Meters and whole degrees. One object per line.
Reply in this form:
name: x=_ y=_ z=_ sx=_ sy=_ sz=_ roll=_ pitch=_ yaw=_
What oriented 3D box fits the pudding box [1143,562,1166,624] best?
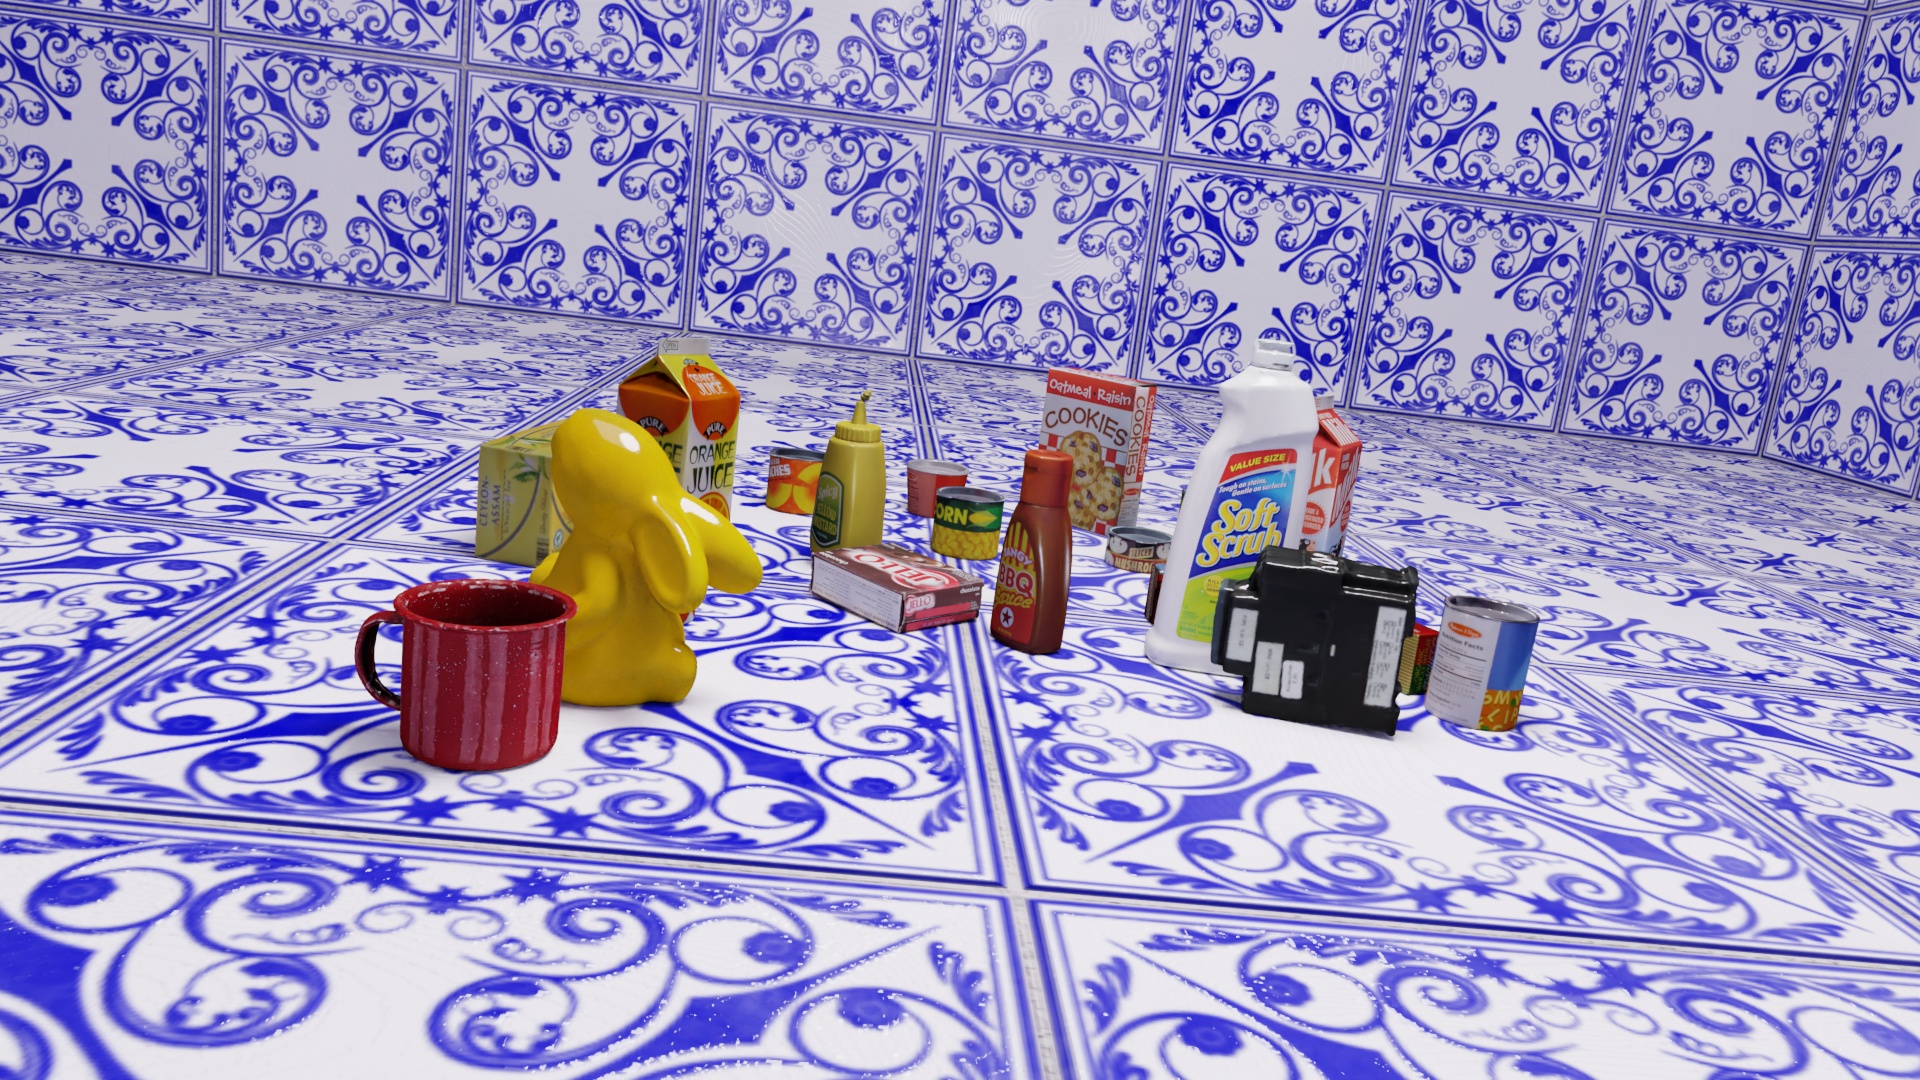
pudding box: x=0.201 y=0.048 z=1.172 sx=0.084 sy=0.049 sz=0.030 roll=5 pitch=12 yaw=-8

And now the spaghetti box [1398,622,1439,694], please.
spaghetti box: x=0.292 y=0.063 z=1.155 sx=0.029 sy=0.050 sz=0.250 roll=0 pitch=15 yaw=-31

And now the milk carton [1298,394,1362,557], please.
milk carton: x=0.331 y=-0.044 z=1.328 sx=0.073 sy=0.190 sz=0.072 roll=14 pitch=14 yaw=29

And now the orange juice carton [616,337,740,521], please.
orange juice carton: x=-0.230 y=-0.068 z=1.121 sx=0.073 sy=0.192 sz=0.072 roll=13 pitch=13 yaw=23

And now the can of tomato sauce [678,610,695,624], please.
can of tomato sauce: x=-0.221 y=0.015 z=1.007 sx=0.071 sy=0.083 sz=0.071 roll=7 pitch=12 yaw=-1

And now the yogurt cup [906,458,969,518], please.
yogurt cup: x=-0.027 y=-0.055 z=1.485 sx=0.072 sy=0.053 sz=0.072 roll=7 pitch=13 yaw=-1

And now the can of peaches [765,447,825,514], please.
can of peaches: x=-0.167 y=-0.061 z=1.427 sx=0.071 sy=0.058 sz=0.071 roll=7 pitch=12 yaw=-1

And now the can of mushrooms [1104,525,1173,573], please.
can of mushrooms: x=0.176 y=0.009 z=1.363 sx=0.071 sy=0.033 sz=0.071 roll=7 pitch=13 yaw=-1

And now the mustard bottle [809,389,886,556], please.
mustard bottle: x=-0.094 y=-0.051 z=1.194 sx=0.049 sy=0.159 sz=0.065 roll=-3 pitch=16 yaw=-39

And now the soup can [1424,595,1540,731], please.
soup can: x=0.382 y=0.089 z=1.015 sx=0.071 sy=0.083 sz=0.071 roll=7 pitch=12 yaw=-1

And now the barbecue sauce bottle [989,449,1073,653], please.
barbecue sauce bottle: x=0.058 y=0.007 z=1.048 sx=0.044 sy=0.148 sz=0.065 roll=-2 pitch=15 yaw=-35

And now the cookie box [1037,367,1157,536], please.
cookie box: x=0.143 y=-0.098 z=1.513 sx=0.123 sy=0.167 sz=0.040 roll=18 pitch=16 yaw=41

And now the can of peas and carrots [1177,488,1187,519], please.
can of peas and carrots: x=0.267 y=-0.022 z=1.492 sx=0.071 sy=0.058 sz=0.071 roll=7 pitch=12 yaw=-1

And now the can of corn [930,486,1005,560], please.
can of corn: x=0.005 y=-0.017 z=1.326 sx=0.071 sy=0.058 sz=0.071 roll=7 pitch=12 yaw=-1
